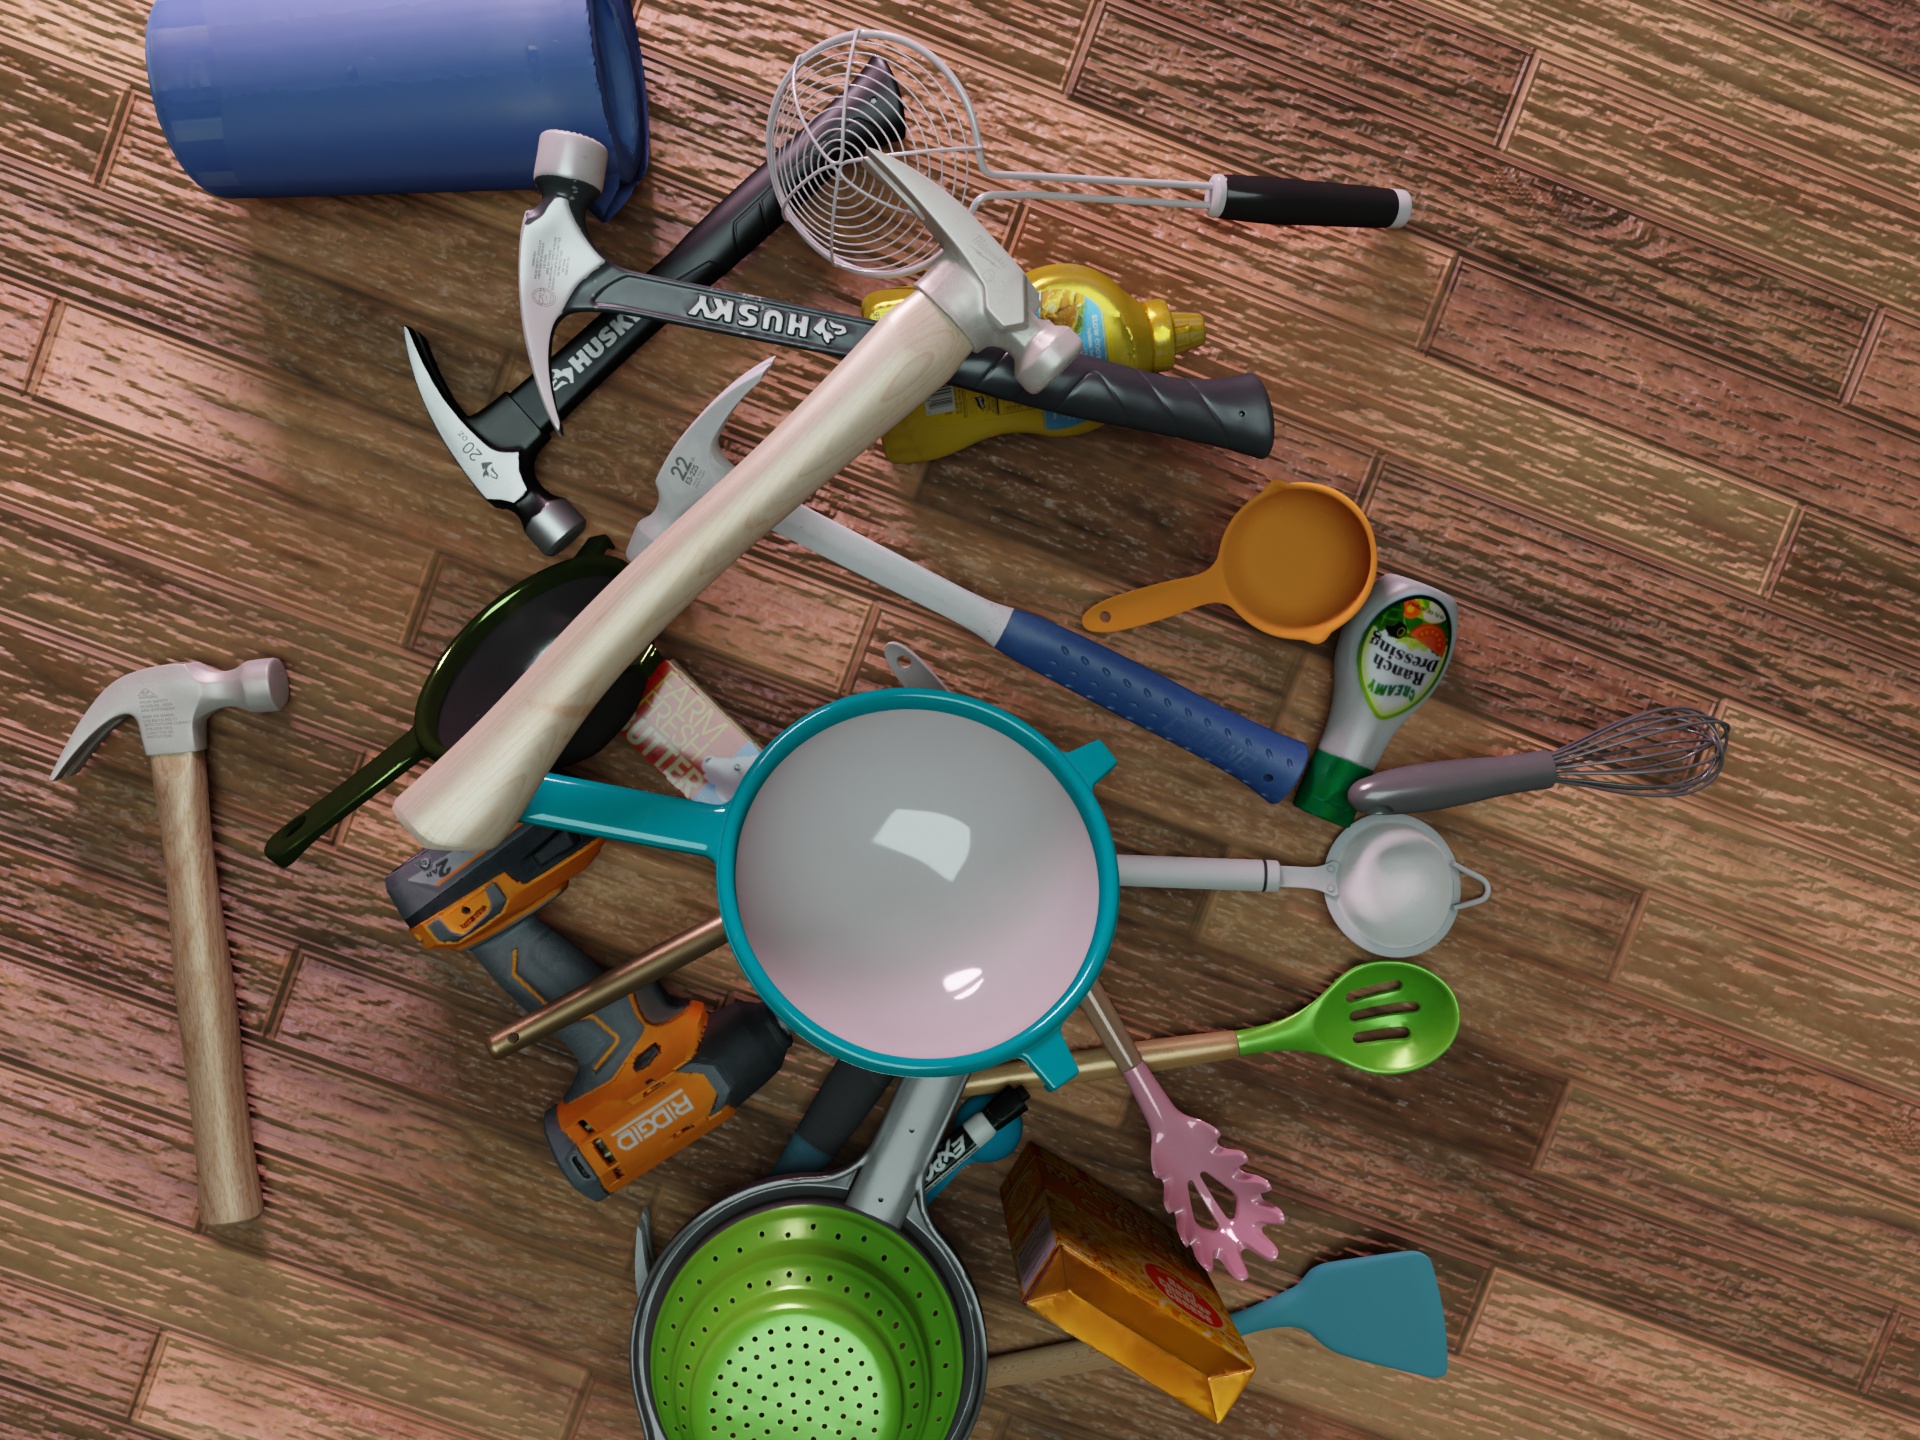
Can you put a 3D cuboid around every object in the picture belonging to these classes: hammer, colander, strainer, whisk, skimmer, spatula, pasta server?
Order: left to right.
[{"bbox_3d":[-0.446,0.132,0.928,0.130,0.031,0.331,-4,94,-2],"label":"hammer"},{"bbox_3d":[-0.266,0.014,0.888,0.256,0.152,0.069,-37,129,1],"label":"strainer"},{"bbox_3d":[-0.163,-0.258,0.908,0.335,0.035,0.146,-42,95,1],"label":"hammer"},{"bbox_3d":[-0.130,-0.099,0.793,0.410,0.038,0.146,-45,99,-4],"label":"hammer"},{"bbox_3d":[-0.089,0.082,0.856,0.340,0.095,0.211,11,65,-4],"label":"strainer"},{"bbox_3d":[-0.078,0.241,0.948,0.128,0.033,0.331,34,92,-5],"label":"hammer"},{"bbox_3d":[-0.052,0.285,0.871,0.204,0.094,0.397,25,87,1],"label":"colander"},{"bbox_3d":[-0.027,-0.191,0.839,0.409,0.036,0.149,9,92,-10],"label":"hammer"},{"bbox_3d":[0.018,-0.062,0.911,0.405,0.035,0.144,26,117,-7],"label":"hammer"},{"bbox_3d":[0.077,-0.306,0.893,0.363,0.090,0.127,-2,122,-18],"label":"skimmer"},{"bbox_3d":[0.088,0.178,0.925,0.060,0.040,0.316,-30,89,-10],"label":"pasta server"},{"bbox_3d":[0.129,0.377,0.959,0.317,0.044,0.082,-11,100,0],"label":"spatula"},{"bbox_3d":[0.192,0.094,0.944,0.258,0.050,0.087,2,78,1],"label":"strainer"},{"bbox_3d":[0.338,0.029,0.926,0.239,0.055,0.055,-8,94,-8],"label":"whisk"}]

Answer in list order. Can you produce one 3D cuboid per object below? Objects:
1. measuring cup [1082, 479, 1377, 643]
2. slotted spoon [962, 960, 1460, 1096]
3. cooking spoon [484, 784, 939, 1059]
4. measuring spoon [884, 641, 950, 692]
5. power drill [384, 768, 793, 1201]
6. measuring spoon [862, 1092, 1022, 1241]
[{"bbox_3d":[0.157,-0.083,0.929,0.173,0.052,0.095,-15,97,21],"label":"measuring cup"},{"bbox_3d":[0.140,0.196,0.955,0.314,0.031,0.070,-9,94,1],"label":"slotted spoon"},{"bbox_3d":[-0.116,0.107,0.894,0.319,0.017,0.069,-27,92,-22],"label":"cooking spoon"},{"bbox_3d":[-0.001,-0.003,0.926,0.034,0.018,0.124,-31,111,27],"label":"measuring spoon"},{"bbox_3d":[-0.202,0.143,0.915,0.164,0.084,0.226,-32,98,-2],"label":"power drill"},{"bbox_3d":[-0.014,0.277,0.956,0.128,0.021,0.042,-43,94,0],"label":"measuring spoon"}]
